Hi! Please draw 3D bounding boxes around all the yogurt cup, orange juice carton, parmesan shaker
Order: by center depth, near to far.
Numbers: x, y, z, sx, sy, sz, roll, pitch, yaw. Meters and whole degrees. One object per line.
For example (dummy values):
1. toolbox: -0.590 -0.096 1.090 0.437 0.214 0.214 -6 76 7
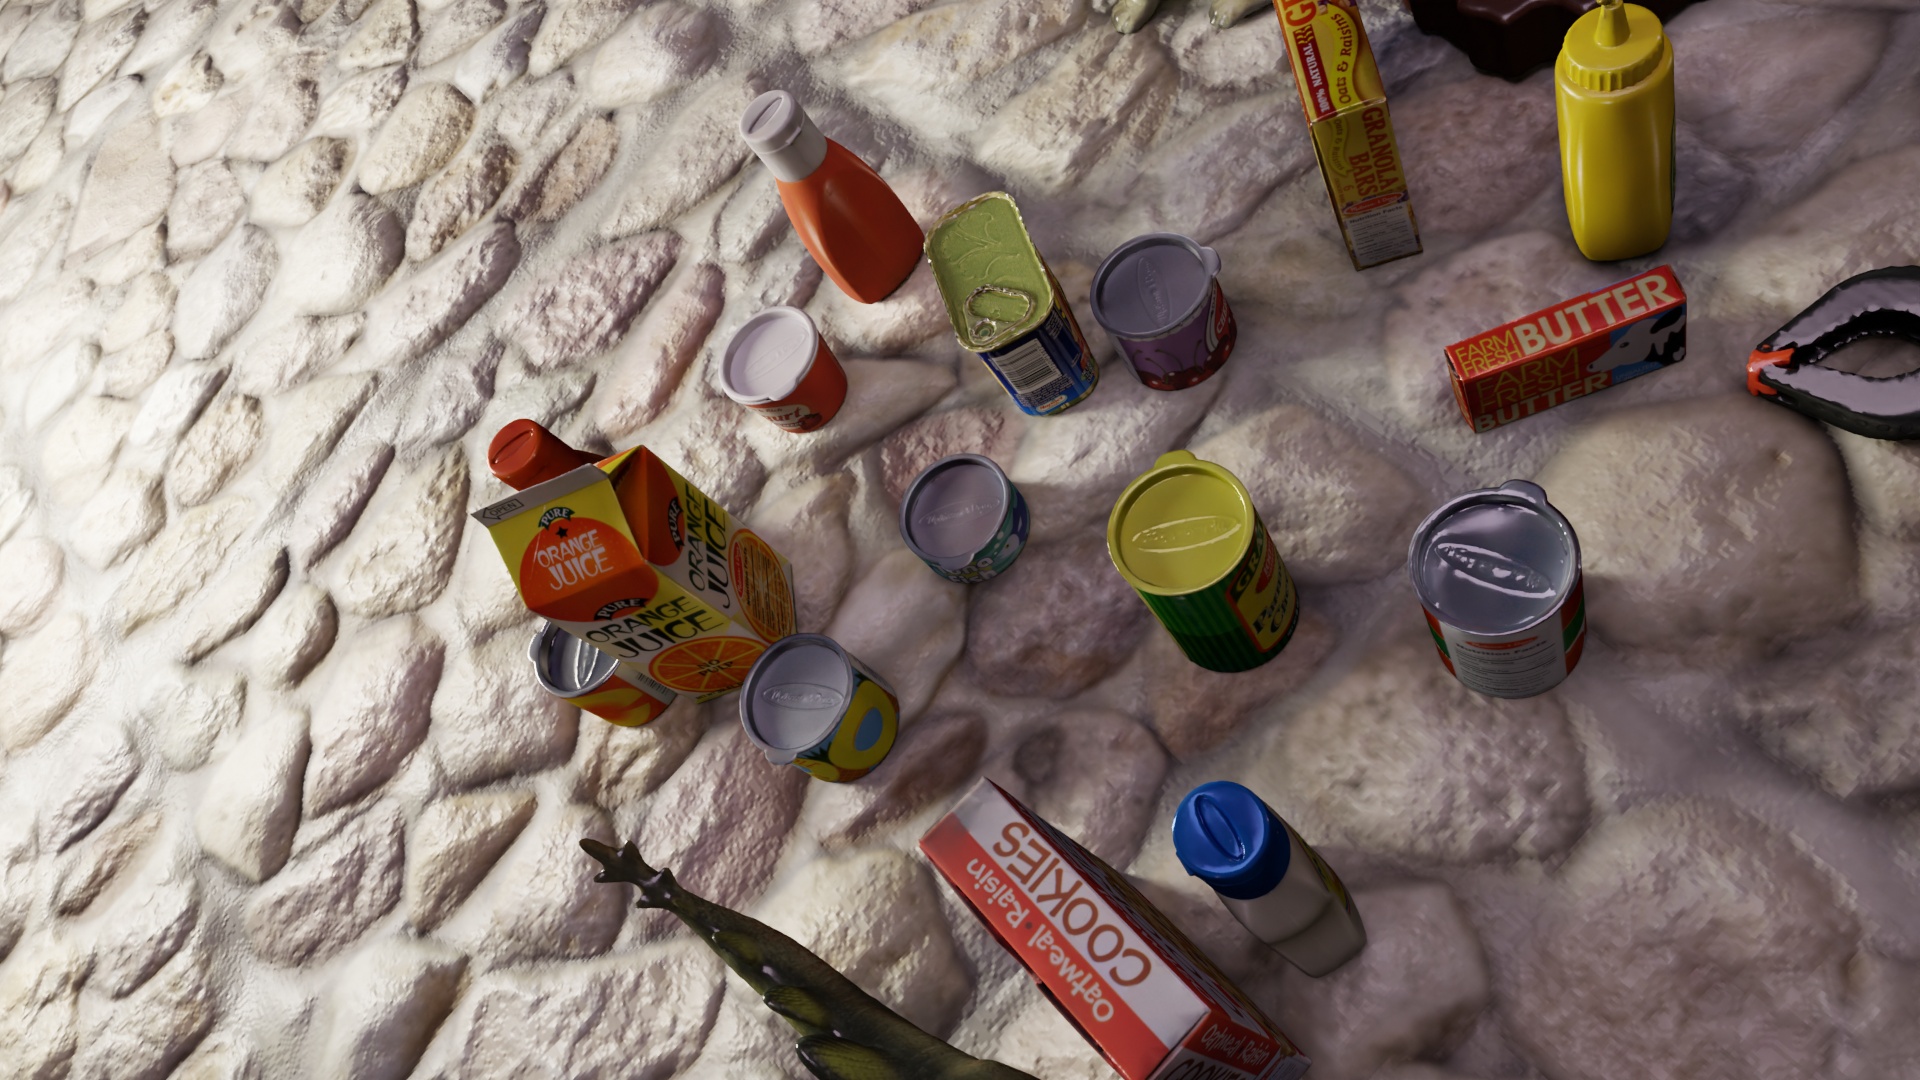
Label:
1. parmesan shaker: 0.116 0.012 0.650 0.071 0.103 0.071 -11 61 21
2. orange juice carton: -0.165 0.015 0.732 0.072 0.192 0.073 -20 58 16
3. yogurt cup: -0.105 -0.101 0.847 0.072 0.054 0.072 -11 61 21

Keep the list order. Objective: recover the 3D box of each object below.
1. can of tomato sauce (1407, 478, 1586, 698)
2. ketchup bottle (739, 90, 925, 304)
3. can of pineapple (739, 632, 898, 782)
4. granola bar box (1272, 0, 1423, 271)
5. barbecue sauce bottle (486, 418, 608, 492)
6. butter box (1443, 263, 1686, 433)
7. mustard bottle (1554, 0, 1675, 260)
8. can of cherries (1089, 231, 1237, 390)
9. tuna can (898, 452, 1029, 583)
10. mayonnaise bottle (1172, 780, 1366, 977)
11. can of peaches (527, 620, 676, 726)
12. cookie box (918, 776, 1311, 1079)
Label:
1. can of tomato sauce: 0.234 0.023 0.599 0.071 0.083 0.071 -11 61 21
2. ketchup bottle: -0.077 -0.205 0.829 0.043 0.148 0.065 35 84 35
3. can of pineapple: -0.074 0.090 0.731 0.071 0.057 0.071 -11 61 21
4. granola bar box: 0.196 -0.244 0.730 0.039 0.124 0.166 -16 59 19
5. barbecue sauce bottle: -0.209 -0.020 0.798 0.065 0.148 0.044 -36 55 6
6. butter box: 0.283 -0.088 0.650 0.103 0.053 0.024 -20 58 16
7. mustard bottle: 0.298 -0.193 0.632 0.049 0.160 0.065 -6 63 24
8. can of cherries: 0.113 -0.123 0.749 0.071 0.058 0.072 -11 61 21
9. tuna can: 0.003 -0.010 0.760 0.071 0.032 0.071 -11 61 21
10. mayonnaise bottle: 0.123 0.133 0.557 0.041 0.147 0.065 -36 55 6
11. can of peaches: -0.204 0.069 0.806 0.071 0.058 0.071 -11 61 21
12. cookie box: 0.065 0.168 0.555 0.040 0.167 0.123 -48 55 -2
